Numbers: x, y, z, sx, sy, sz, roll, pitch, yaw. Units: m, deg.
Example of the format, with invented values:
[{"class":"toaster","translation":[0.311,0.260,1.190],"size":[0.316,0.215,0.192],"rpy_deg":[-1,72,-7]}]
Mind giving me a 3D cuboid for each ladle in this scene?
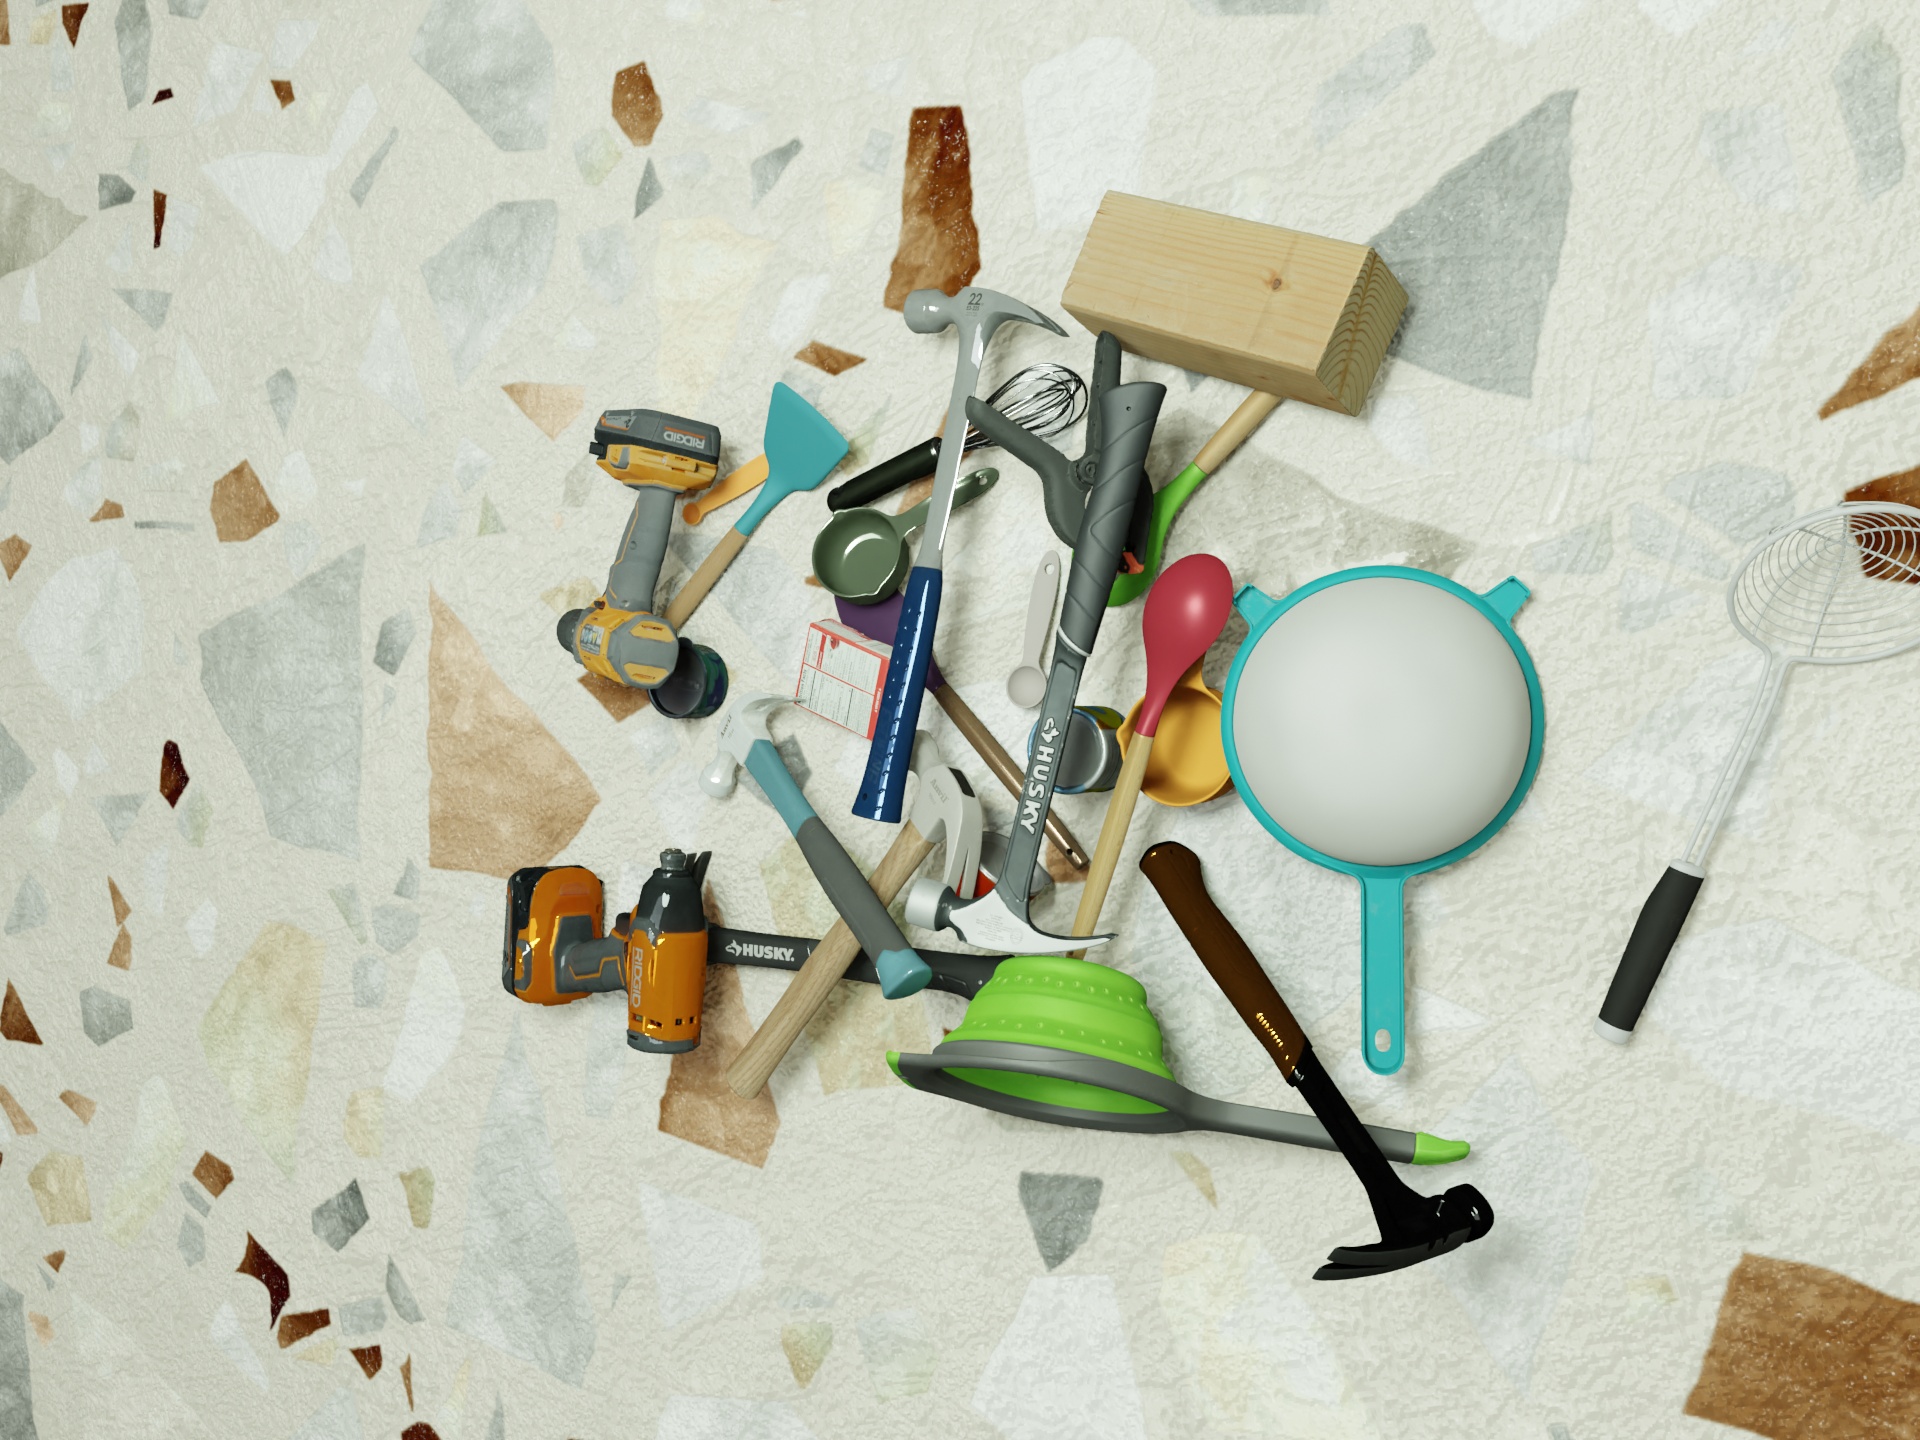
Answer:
[{"class":"ladle","translation":[0.122,0.033,1.122],"size":[0.069,0.031,0.315],"rpy_deg":[28,108,43]}]

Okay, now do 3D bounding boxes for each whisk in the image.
[{"class":"whisk","translation":[-0.008,-0.214,1.246],"size":[0.246,0.059,0.058],"rpy_deg":[-21,36,31]}]

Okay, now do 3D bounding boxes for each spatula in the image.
[{"class":"spatula","translation":[-0.207,-0.143,1.351],"size":[0.082,0.044,0.317],"rpy_deg":[43,111,4]},{"class":"spatula","translation":[-0.002,-0.004,1.253],"size":[0.059,0.018,0.316],"rpy_deg":[-47,68,17]}]

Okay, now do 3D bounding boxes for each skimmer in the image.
[{"class":"skimmer","translation":[0.474,0.043,0.954],"size":[0.127,0.090,0.363],"rpy_deg":[18,102,-4]}]

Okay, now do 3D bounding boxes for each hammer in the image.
[{"class":"hammer","translation":[-0.107,0.189,1.299],"size":[0.335,0.035,0.146],"rpy_deg":[2,91,28]},{"class":"hammer","translation":[0.204,0.209,1.054],"size":[0.337,0.127,0.034],"rpy_deg":[59,143,39]},{"class":"hammer","translation":[-0.088,0.172,1.238],"size":[0.331,0.031,0.130],"rpy_deg":[-55,45,19]},{"class":"hammer","translation":[-0.113,0.095,1.235],"size":[0.331,0.033,0.128],"rpy_deg":[50,123,41]},{"class":"hammer","translation":[0.078,-0.034,1.102],"size":[0.149,0.036,0.409],"rpy_deg":[15,94,17]},{"class":"hammer","translation":[-0.018,-0.124,1.188],"size":[0.144,0.035,0.405],"rpy_deg":[12,90,40]}]

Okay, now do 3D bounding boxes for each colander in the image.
[{"class":"colander","translation":[0.152,0.235,1.113],"size":[0.397,0.204,0.095],"rpy_deg":[7,67,11]}]

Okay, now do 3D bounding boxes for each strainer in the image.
[{"class":"strainer","translation":[0.273,0.064,1.030],"size":[0.211,0.095,0.340],"rpy_deg":[0,88,13]}]

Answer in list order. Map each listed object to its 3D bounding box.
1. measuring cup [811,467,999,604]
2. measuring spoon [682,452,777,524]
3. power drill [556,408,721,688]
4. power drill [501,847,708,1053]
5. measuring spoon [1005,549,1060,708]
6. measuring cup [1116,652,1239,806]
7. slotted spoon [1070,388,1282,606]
[{"class":"measuring cup","translation":[-0.039,-0.151,1.270],"size":[0.167,0.038,0.083],"rpy_deg":[-29,68,8]},{"class":"measuring spoon","translation":[-0.192,-0.201,1.364],"size":[0.117,0.011,0.021],"rpy_deg":[-29,84,22]},{"class":"power drill","translation":[-0.285,-0.146,1.360],"size":[0.185,0.084,0.226],"rpy_deg":[15,95,56]},{"class":"power drill","translation":[-0.296,0.180,1.349],"size":[0.227,0.084,0.164],"rpy_deg":[6,92,43]},{"class":"measuring spoon","translation":[0.062,-0.069,1.224],"size":[0.034,0.018,0.124],"rpy_deg":[10,87,28]},{"class":"measuring cup","translation":[0.172,-0.024,1.141],"size":[0.095,0.052,0.173],"rpy_deg":[10,93,28]},{"class":"slotted spoon","translation":[0.189,-0.203,1.147],"size":[0.313,0.031,0.070],"rpy_deg":[-47,71,19]}]
